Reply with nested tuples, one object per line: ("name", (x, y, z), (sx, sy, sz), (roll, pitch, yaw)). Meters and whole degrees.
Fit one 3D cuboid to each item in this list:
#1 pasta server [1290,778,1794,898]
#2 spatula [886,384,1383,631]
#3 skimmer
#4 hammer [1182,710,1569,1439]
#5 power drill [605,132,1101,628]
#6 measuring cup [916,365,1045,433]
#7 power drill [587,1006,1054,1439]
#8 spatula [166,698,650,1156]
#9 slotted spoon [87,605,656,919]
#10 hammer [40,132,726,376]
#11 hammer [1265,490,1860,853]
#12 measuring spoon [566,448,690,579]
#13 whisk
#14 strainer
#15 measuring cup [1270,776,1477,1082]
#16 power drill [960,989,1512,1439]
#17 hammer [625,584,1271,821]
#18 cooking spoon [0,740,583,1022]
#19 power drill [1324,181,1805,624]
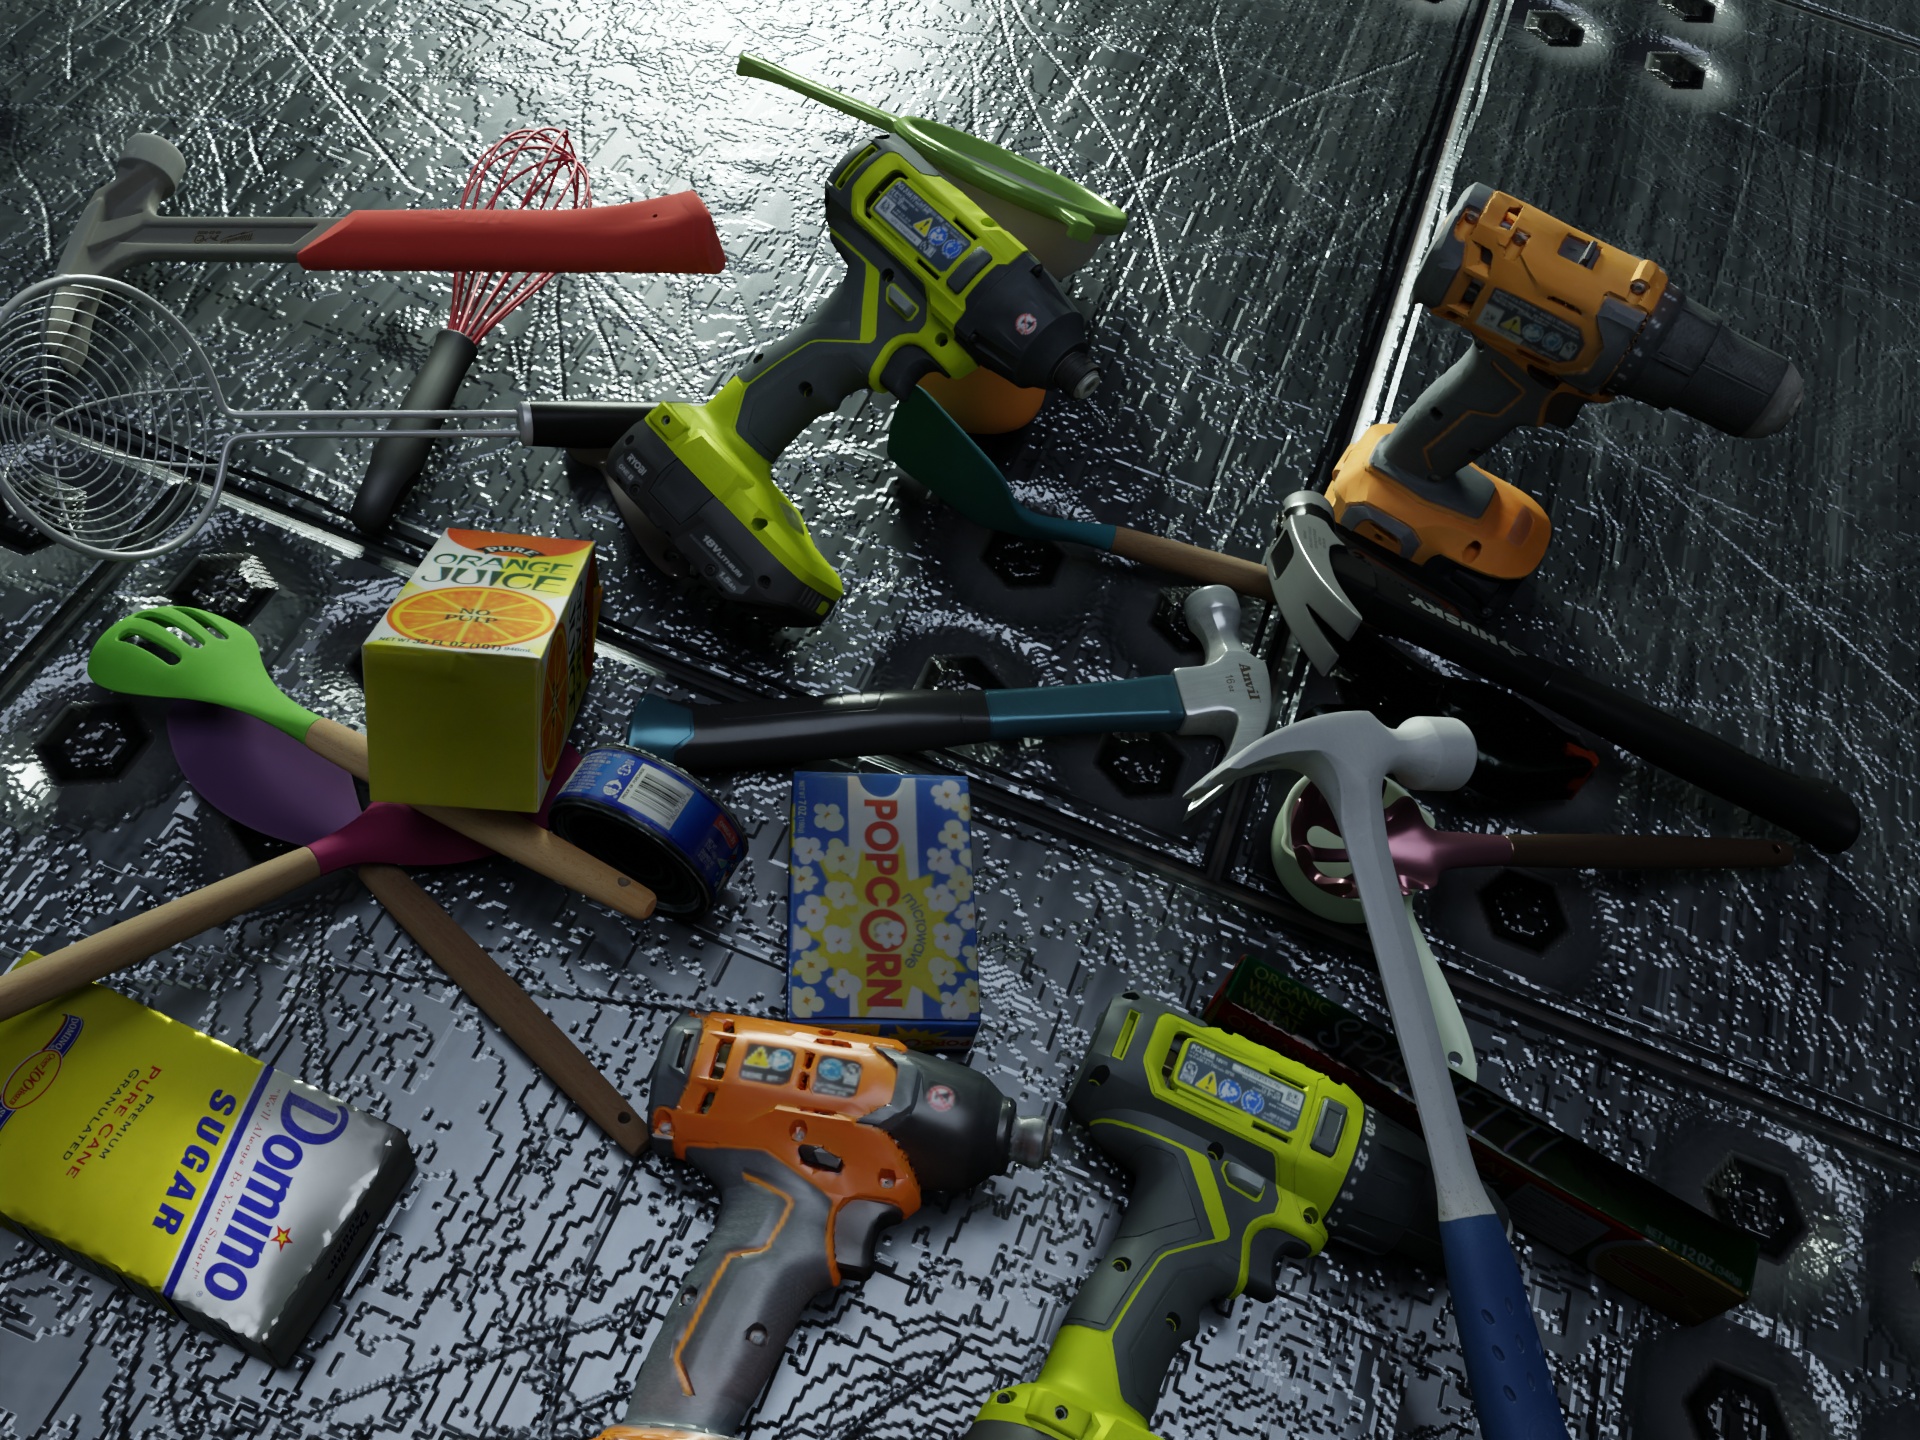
("pasta server", (0.289, 0.061, 0.771), (0.316, 0.040, 0.060), (3, 66, -22))
("spatula", (0.110, -0.103, 0.873), (0.317, 0.082, 0.044), (16, 68, -6))
("skimmer", (-0.268, -0.147, 0.775), (0.363, 0.090, 0.127), (-6, 95, -26))
("hammer", (0.191, 0.185, 0.625), (0.144, 0.035, 0.406), (1, 66, -27))
("power drill", (-0.053, -0.160, 0.796), (0.223, 0.080, 0.171), (-46, 73, 6))
("measuring cup", (0.002, -0.222, 0.939), (0.095, 0.052, 0.174), (4, 32, -11))
("power drill", (-0.057, 0.224, 0.604), (0.164, 0.084, 0.227), (7, 53, 7))
("spatula", (-0.249, 0.082, 0.710), (0.316, 0.018, 0.060), (39, 55, 17))
("slotted spoon", (-0.268, 0.015, 0.716), (0.314, 0.031, 0.070), (25, 37, 15))
("hammer", (-0.304, -0.249, 0.849), (0.359, 0.036, 0.149), (3, 65, 8))
("hammer", (0.312, -0.012, 0.820), (0.334, 0.035, 0.146), (25, 31, -4))
("measuring spoon", (-0.177, -0.125, 0.856), (0.034, 0.018, 0.124), (-24, 64, -23))
("whisk", (-0.272, -0.223, 0.883), (0.073, 0.073, 0.296), (15, 61, 0))
("strainer", (-0.027, -0.326, 0.967), (0.256, 0.069, 0.151), (25, 24, 4))
("measuring cup", (0.203, 0.102, 0.763), (0.083, 0.038, 0.168), (-9, 61, -15))
("power drill", (0.110, 0.239, 0.635), (0.190, 0.080, 0.229), (25, 54, 6))
("hammer", (-0.001, -0.003, 0.799), (0.331, 0.033, 0.128), (-4, 57, -12))
("cooking spoon", (-0.300, 0.071, 0.676), (0.319, 0.017, 0.069), (-28, 62, -37))
("power drill", (0.299, -0.147, 0.826), (0.185, 0.226, 0.084), (29, 58, 10))
